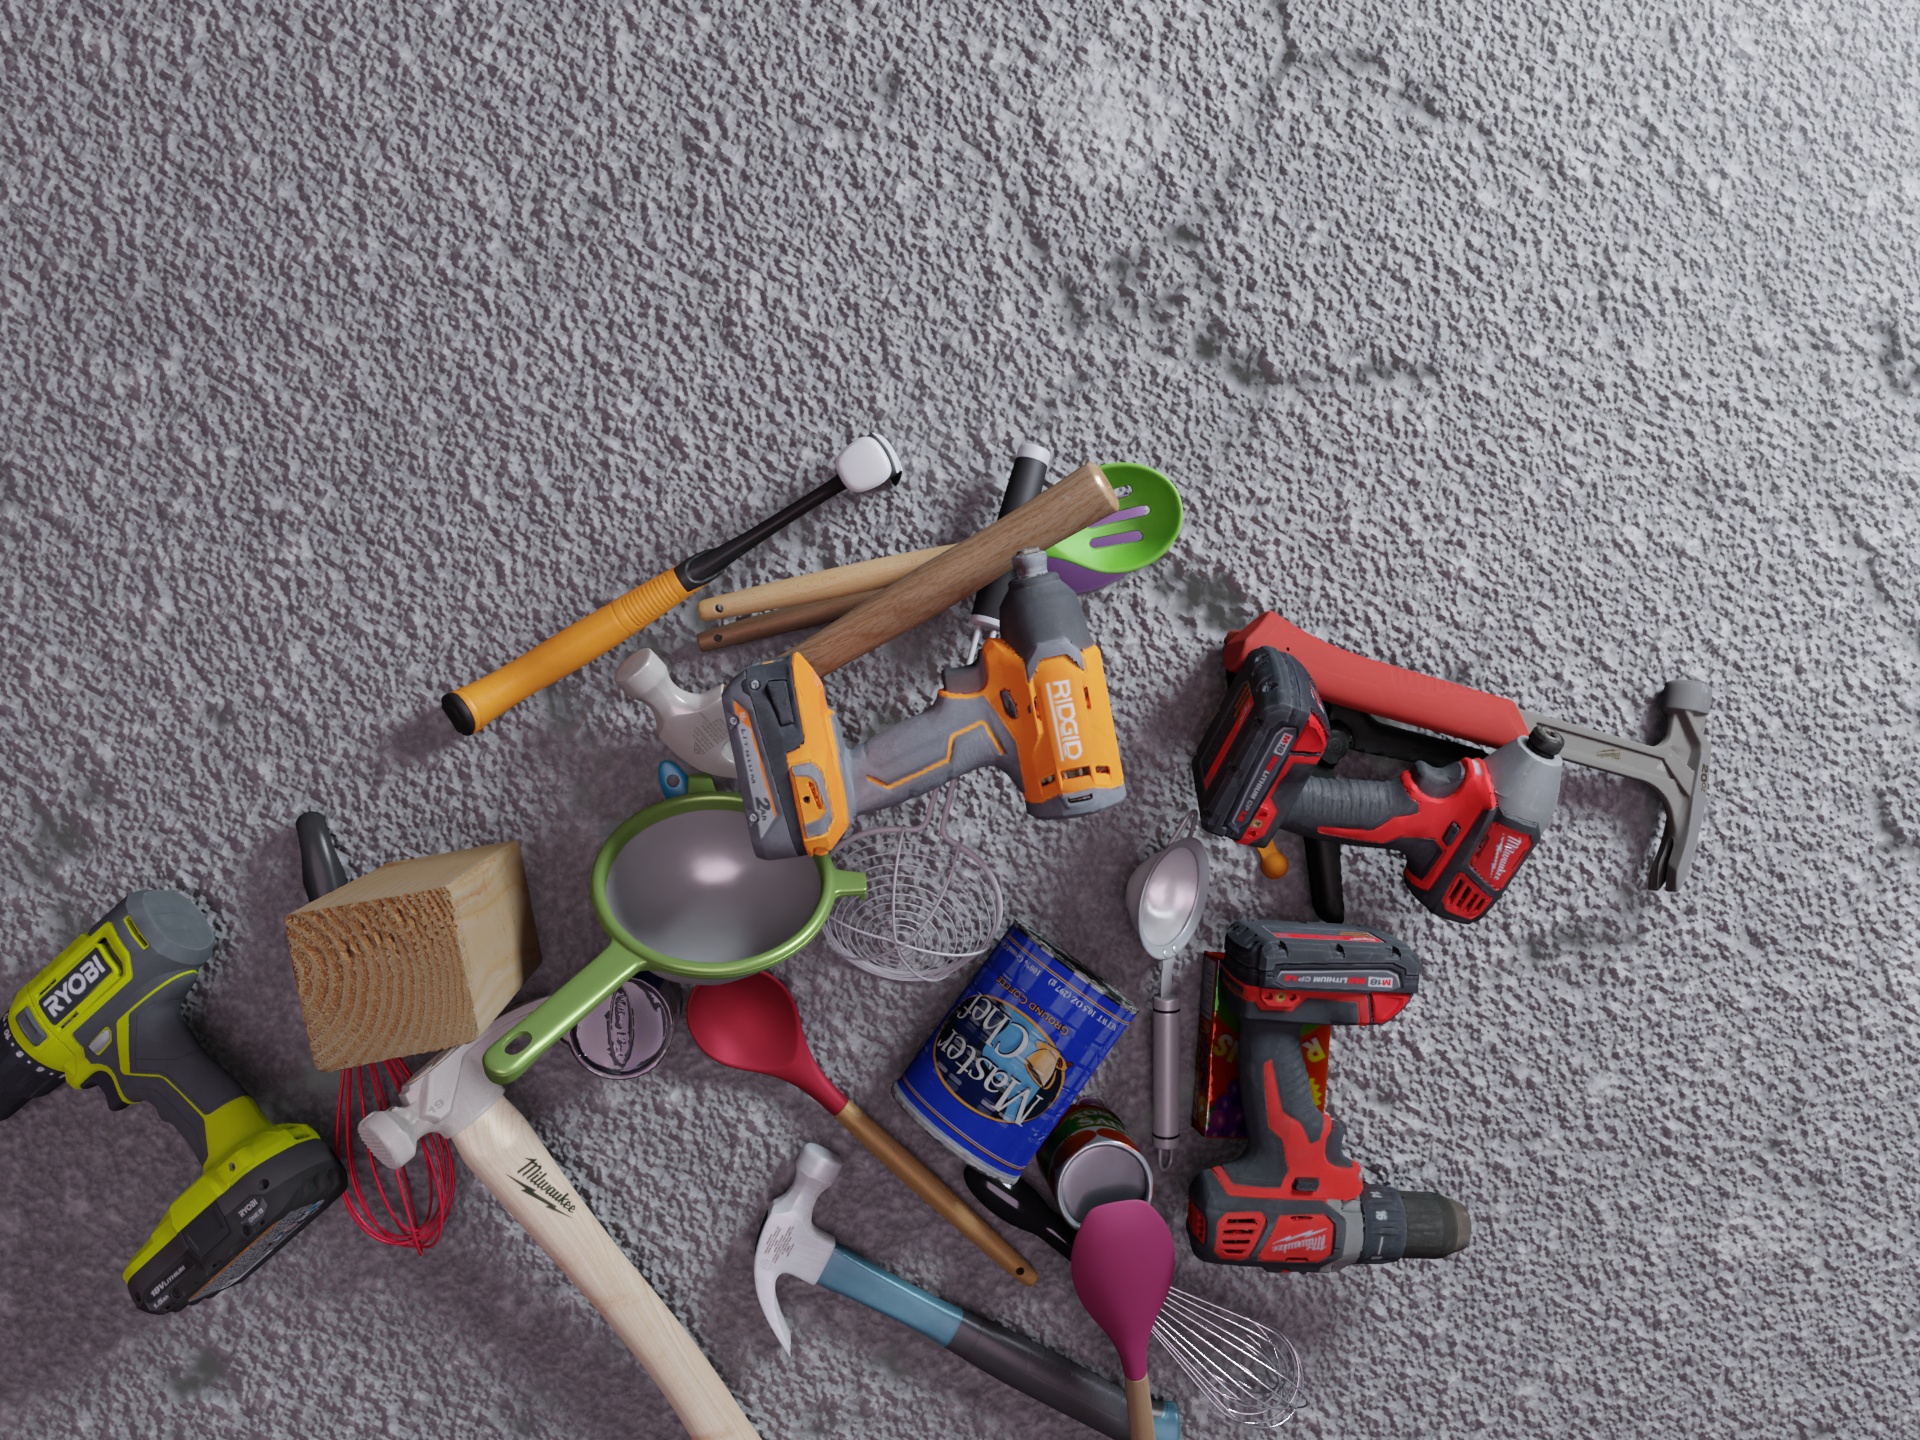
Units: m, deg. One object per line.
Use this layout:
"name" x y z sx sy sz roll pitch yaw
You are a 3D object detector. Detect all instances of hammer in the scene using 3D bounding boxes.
"hammer" -0.049 -0.062 1.003 0.331 0.031 0.130 -29 122 15
"hammer" 0.008 0.421 1.088 0.331 0.033 0.128 29 88 -6
"hammer" -0.187 -0.087 1.028 0.337 0.127 0.034 -30 97 6
"hammer" -0.214 0.376 1.048 0.146 0.038 0.410 -41 104 -36
"hammer" 0.346 0.006 1.077 0.359 0.037 0.149 14 82 -12

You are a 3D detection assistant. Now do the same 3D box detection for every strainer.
"strainer" 0.139 0.185 1.088 0.087 0.050 0.258 -9 101 -49
"strainer" -0.186 0.147 0.972 0.151 0.069 0.256 30 48 22

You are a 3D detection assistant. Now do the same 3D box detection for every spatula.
"spatula" -0.022 -0.090 1.072 0.316 0.018 0.060 -15 96 -6

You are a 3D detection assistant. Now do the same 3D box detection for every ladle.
"ladle" -0.061 0.279 1.079 0.315 0.031 0.069 44 90 -7

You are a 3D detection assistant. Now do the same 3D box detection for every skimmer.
"skimmer" -0.002 -0.003 1.062 0.127 0.090 0.363 16 84 -4

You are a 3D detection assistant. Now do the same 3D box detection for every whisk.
"whisk" -0.387 0.202 1.029 0.073 0.073 0.296 -15 88 -5
"whisk" 0.118 0.389 1.090 0.284 0.070 0.070 36 89 -1

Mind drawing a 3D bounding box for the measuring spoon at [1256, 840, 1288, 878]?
"measuring spoon" 0.199 0.058 1.103 0.021 0.011 0.117 -26 95 -4

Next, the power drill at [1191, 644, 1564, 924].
"power drill" 0.272 0.039 1.021 0.219 0.079 0.143 19 120 -9

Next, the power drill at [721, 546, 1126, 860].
"power drill" -0.024 -0.008 0.964 0.226 0.084 0.164 -11 97 0

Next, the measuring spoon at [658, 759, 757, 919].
"measuring spoon" -0.169 0.085 1.062 0.042 0.021 0.128 -27 96 -4

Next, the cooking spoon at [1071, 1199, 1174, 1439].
"cooking spoon" 0.120 0.457 1.062 0.068 0.017 0.318 -9 109 -4

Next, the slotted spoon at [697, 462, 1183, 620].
"slotted spoon" -0.014 -0.104 1.015 0.314 0.031 0.070 -12 100 1

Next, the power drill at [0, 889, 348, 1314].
"power drill" -0.510 0.246 0.989 0.190 0.080 0.228 -41 79 5

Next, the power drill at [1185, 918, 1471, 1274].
"power drill" 0.250 0.252 1.045 0.188 0.080 0.226 4 94 -6
